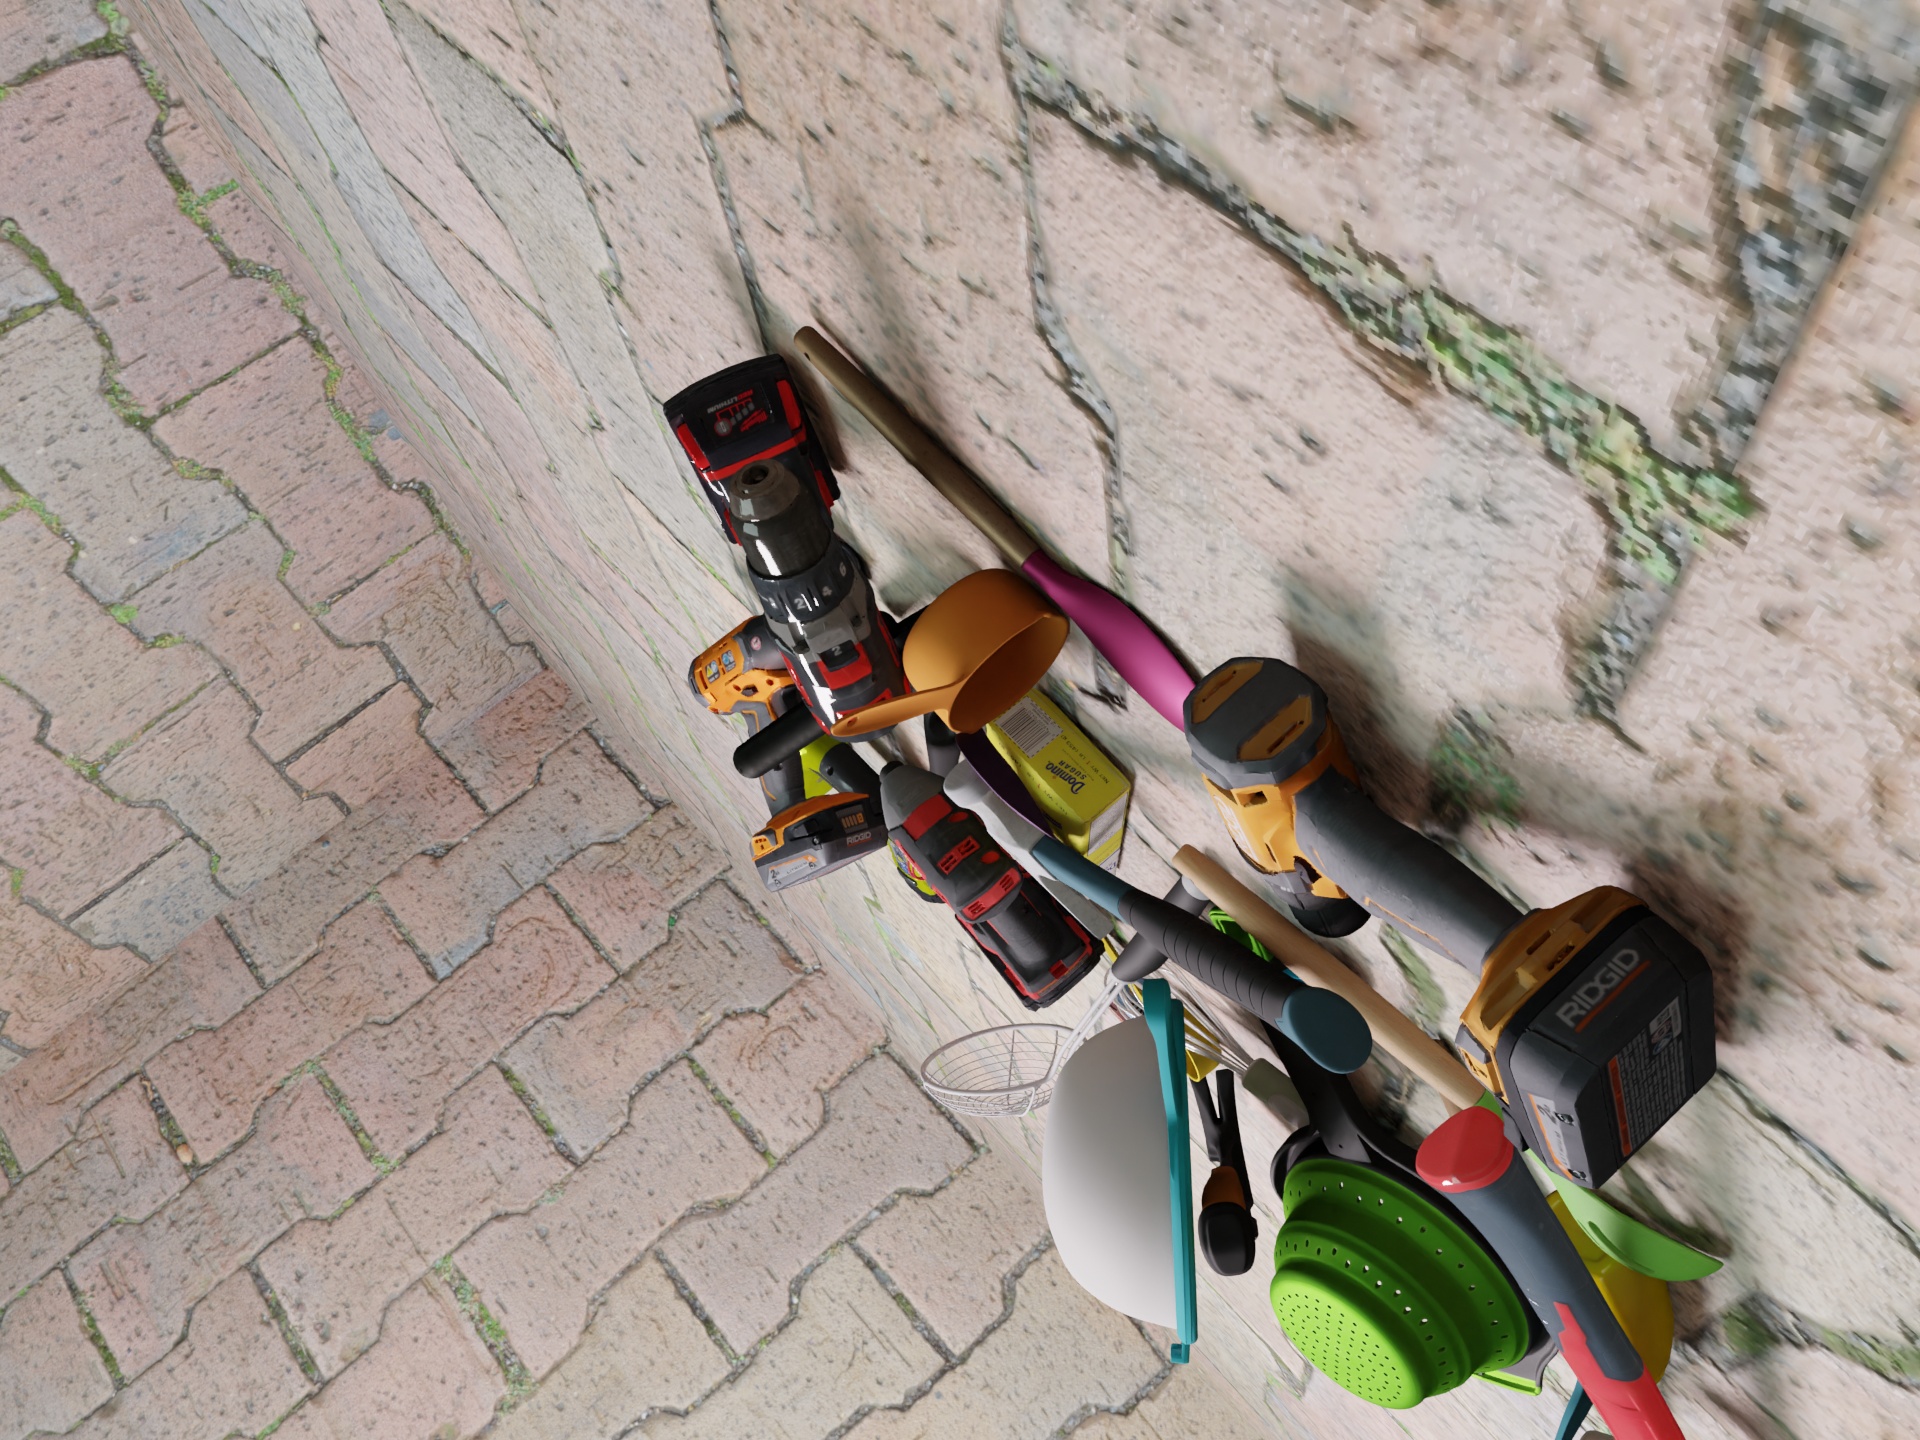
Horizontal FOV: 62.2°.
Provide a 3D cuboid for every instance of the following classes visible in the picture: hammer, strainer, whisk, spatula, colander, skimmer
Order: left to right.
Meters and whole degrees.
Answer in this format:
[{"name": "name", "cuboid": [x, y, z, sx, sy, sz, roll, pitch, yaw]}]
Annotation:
[{"name": "whisk", "cuboid": [-0.013, 0.053, 1.239, 0.073, 0.073, 0.295, 45, 159, 21]}, {"name": "spatula", "cuboid": [-0.002, -0.003, 0.973, 0.059, 0.018, 0.316, 38, -173, -22]}, {"name": "skimmer", "cuboid": [0.074, 0.176, 1.084, 0.090, 0.127, 0.363, 58, 145, 25]}, {"name": "strainer", "cuboid": [0.092, 0.247, 0.965, 0.340, 0.095, 0.211, 76, -167, -52]}, {"name": "hammer", "cuboid": [0.101, 0.105, 0.852, 0.128, 0.033, 0.331, 46, 172, -26]}, {"name": "hammer", "cuboid": [0.175, 0.305, 1.053, 0.336, 0.034, 0.127, 43, -142, -77]}, {"name": "whisk", "cuboid": [0.196, 0.239, 1.101, 0.247, 0.059, 0.057, 35, 132, 34]}, {"name": "colander", "cuboid": [0.227, 0.295, 0.982, 0.204, 0.094, 0.396, -3, 121, 55]}, {"name": "spatula", "cuboid": [0.314, 0.302, 0.897, 0.044, 0.082, 0.317, 0, 124, 54]}, {"name": "hammer", "cuboid": [0.316, 0.301, 0.749, 0.143, 0.038, 0.385, 0, 138, 42]}]

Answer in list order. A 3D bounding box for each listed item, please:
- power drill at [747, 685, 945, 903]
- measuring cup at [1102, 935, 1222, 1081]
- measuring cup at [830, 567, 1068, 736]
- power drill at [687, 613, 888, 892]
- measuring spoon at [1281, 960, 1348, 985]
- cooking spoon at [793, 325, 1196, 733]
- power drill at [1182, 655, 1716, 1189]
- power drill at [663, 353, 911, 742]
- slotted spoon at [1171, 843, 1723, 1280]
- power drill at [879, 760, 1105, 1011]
[{"name": "power drill", "cuboid": [-0.088, 0.075, 1.476, 0.223, 0.080, 0.171, 38, 160, 30]}, {"name": "measuring cup", "cuboid": [0.148, 0.203, 1.211, 0.157, 0.029, 0.062, 55, 168, 31]}, {"name": "measuring cup", "cuboid": [-0.018, -0.032, 0.846, 0.052, 0.173, 0.095, 49, 131, 21]}, {"name": "power drill", "cuboid": [-0.144, 0.018, 1.362, 0.164, 0.084, 0.226, -30, 79, 48]}, {"name": "measuring spoon", "cuboid": [0.168, 0.133, 0.906, 0.129, 0.021, 0.042, 14, 162, 35]}, {"name": "cooking spoon", "cuboid": [0.019, -0.102, 0.839, 0.319, 0.017, 0.068, 46, 166, 14]}, {"name": "power drill", "cuboid": [0.196, 0.086, 0.665, 0.226, 0.084, 0.185, 43, 172, 41]}, {"name": "power drill", "cuboid": [-0.102, -0.116, 0.902, 0.187, 0.080, 0.227, 67, 178, -48]}, {"name": "slotted spoon", "cuboid": [0.226, 0.165, 0.766, 0.314, 0.031, 0.070, 40, 177, 9]}, {"name": "power drill", "cuboid": [0.016, 0.117, 1.176, 0.143, 0.078, 0.219, 48, 177, 39]}]
